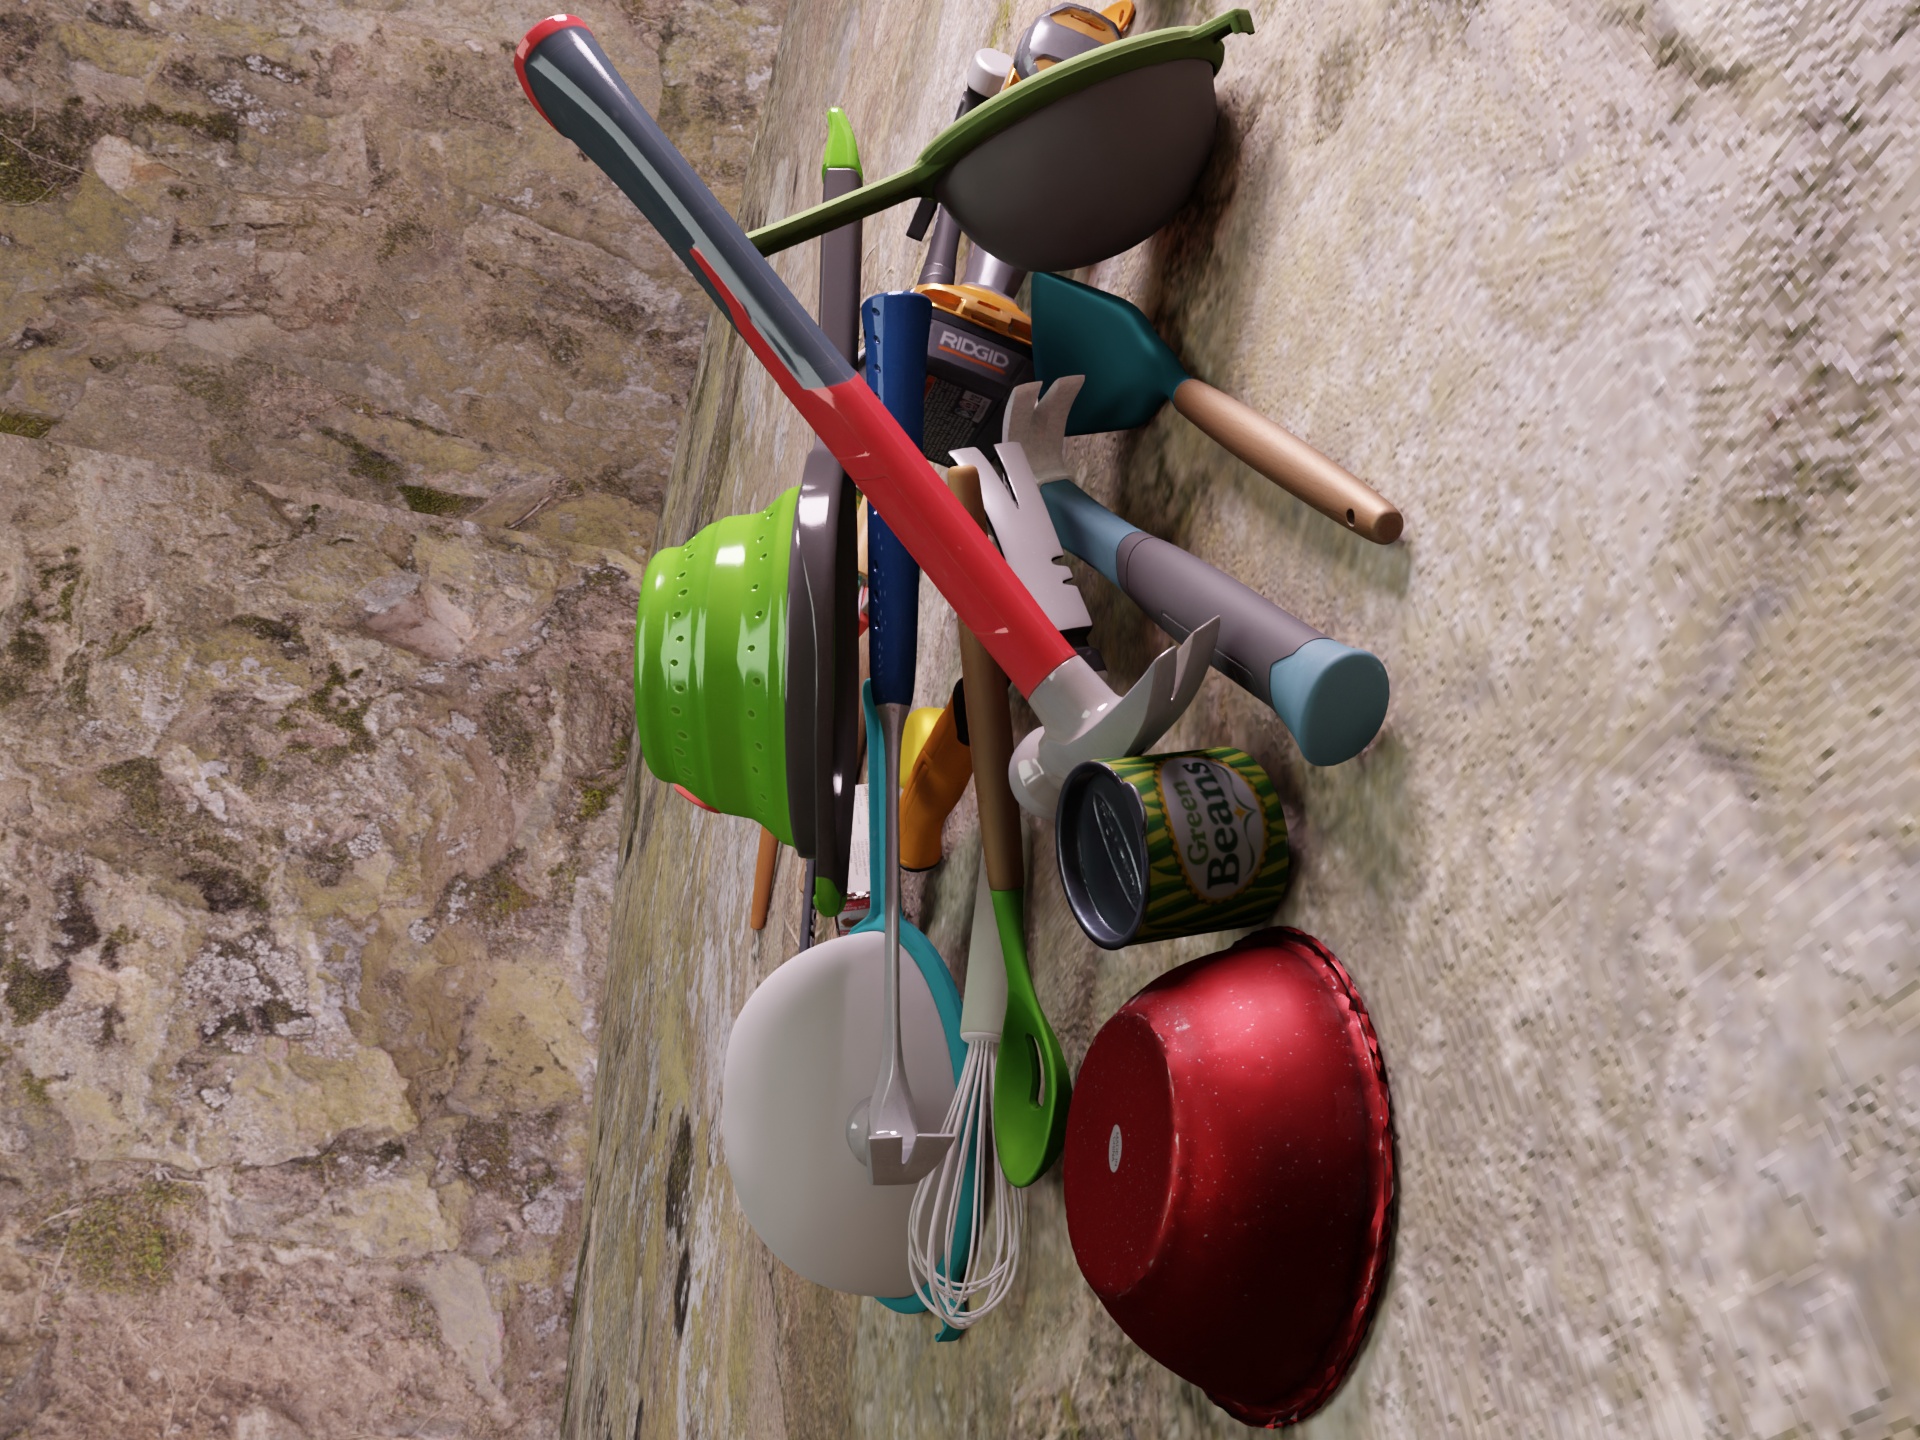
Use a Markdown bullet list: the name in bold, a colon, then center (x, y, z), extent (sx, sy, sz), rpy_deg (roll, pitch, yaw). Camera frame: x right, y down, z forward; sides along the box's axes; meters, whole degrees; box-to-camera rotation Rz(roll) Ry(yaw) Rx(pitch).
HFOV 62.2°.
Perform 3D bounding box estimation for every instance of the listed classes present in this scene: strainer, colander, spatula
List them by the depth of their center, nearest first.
- **spatula**: center (0.092, -0.122, 0.648), extent (0.318, 0.044, 0.082), rpy_deg (-119, 22, -63)
- **strainer**: center (0.011, -0.224, 0.711), extent (0.151, 0.256, 0.069), rpy_deg (-173, 59, -80)
- **colander**: center (-0.098, -0.106, 0.765), extent (0.204, 0.094, 0.397), rpy_deg (92, 179, -81)
- **strainer**: center (-0.074, 0.147, 0.849), extent (0.211, 0.095, 0.340), rpy_deg (-1, 90, 63)
- **spatula**: center (-0.153, 0.039, 1.430), extent (0.081, 0.041, 0.322), rpy_deg (-126, 44, -69)

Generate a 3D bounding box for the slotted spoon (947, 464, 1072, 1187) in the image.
- **slotted spoon**: center (0.019, 0.047, 0.688), extent (0.070, 0.031, 0.313), rpy_deg (-168, 71, -71)

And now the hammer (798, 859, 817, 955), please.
- **hammer**: center (-0.101, 0.085, 1.072), extent (0.149, 0.036, 0.409), rpy_deg (70, -159, -69)

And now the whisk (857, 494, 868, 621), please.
- **whisk**: center (-0.068, -0.066, 0.923), extent (0.051, 0.047, 0.245), rpy_deg (-38, 33, 61)

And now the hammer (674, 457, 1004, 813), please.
- **hammer**: center (-0.079, -0.065, 1.021), extent (0.359, 0.036, 0.149), rpy_deg (-46, 34, 31)

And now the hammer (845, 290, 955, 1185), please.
- **hammer**: center (-0.029, 0.004, 0.722), extent (0.144, 0.035, 0.405), rpy_deg (138, 132, -79)

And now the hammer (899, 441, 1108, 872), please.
- **hammer**: center (-0.001, -0.003, 0.825), extent (0.336, 0.034, 0.127), rpy_deg (115, 139, -62)

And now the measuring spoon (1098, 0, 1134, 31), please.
- **measuring spoon**: center (0.078, -0.395, 0.924), extent (0.117, 0.011, 0.021), rpy_deg (-158, 78, -70)

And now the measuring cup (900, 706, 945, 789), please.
- **measuring cup**: center (-0.007, -0.011, 0.941), extent (0.156, 0.029, 0.062), rpy_deg (116, 158, -48)

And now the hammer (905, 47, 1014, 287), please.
- **hammer**: center (-0.016, -0.295, 1.045), extent (0.146, 0.035, 0.335), rpy_deg (120, 164, -48)

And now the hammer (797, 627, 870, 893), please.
- **hammer**: center (-0.077, -0.027, 1.189), extent (0.130, 0.031, 0.331), rpy_deg (-140, 61, -72)

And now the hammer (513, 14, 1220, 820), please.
- **hammer**: center (-0.051, -0.139, 0.617), extent (0.386, 0.038, 0.143), rpy_deg (52, 154, 9)

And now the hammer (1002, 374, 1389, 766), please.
- **hammer**: center (0.077, -0.058, 0.642), extent (0.331, 0.033, 0.128), rpy_deg (-129, 28, -64)

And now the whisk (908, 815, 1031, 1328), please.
- **whisk**: center (0.012, 0.161, 0.763), extent (0.058, 0.059, 0.246), rpy_deg (-9, 63, 33)

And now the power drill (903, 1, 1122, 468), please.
- **power drill**: center (0.017, -0.254, 0.886), extent (0.185, 0.084, 0.226), rpy_deg (138, 151, -73)
